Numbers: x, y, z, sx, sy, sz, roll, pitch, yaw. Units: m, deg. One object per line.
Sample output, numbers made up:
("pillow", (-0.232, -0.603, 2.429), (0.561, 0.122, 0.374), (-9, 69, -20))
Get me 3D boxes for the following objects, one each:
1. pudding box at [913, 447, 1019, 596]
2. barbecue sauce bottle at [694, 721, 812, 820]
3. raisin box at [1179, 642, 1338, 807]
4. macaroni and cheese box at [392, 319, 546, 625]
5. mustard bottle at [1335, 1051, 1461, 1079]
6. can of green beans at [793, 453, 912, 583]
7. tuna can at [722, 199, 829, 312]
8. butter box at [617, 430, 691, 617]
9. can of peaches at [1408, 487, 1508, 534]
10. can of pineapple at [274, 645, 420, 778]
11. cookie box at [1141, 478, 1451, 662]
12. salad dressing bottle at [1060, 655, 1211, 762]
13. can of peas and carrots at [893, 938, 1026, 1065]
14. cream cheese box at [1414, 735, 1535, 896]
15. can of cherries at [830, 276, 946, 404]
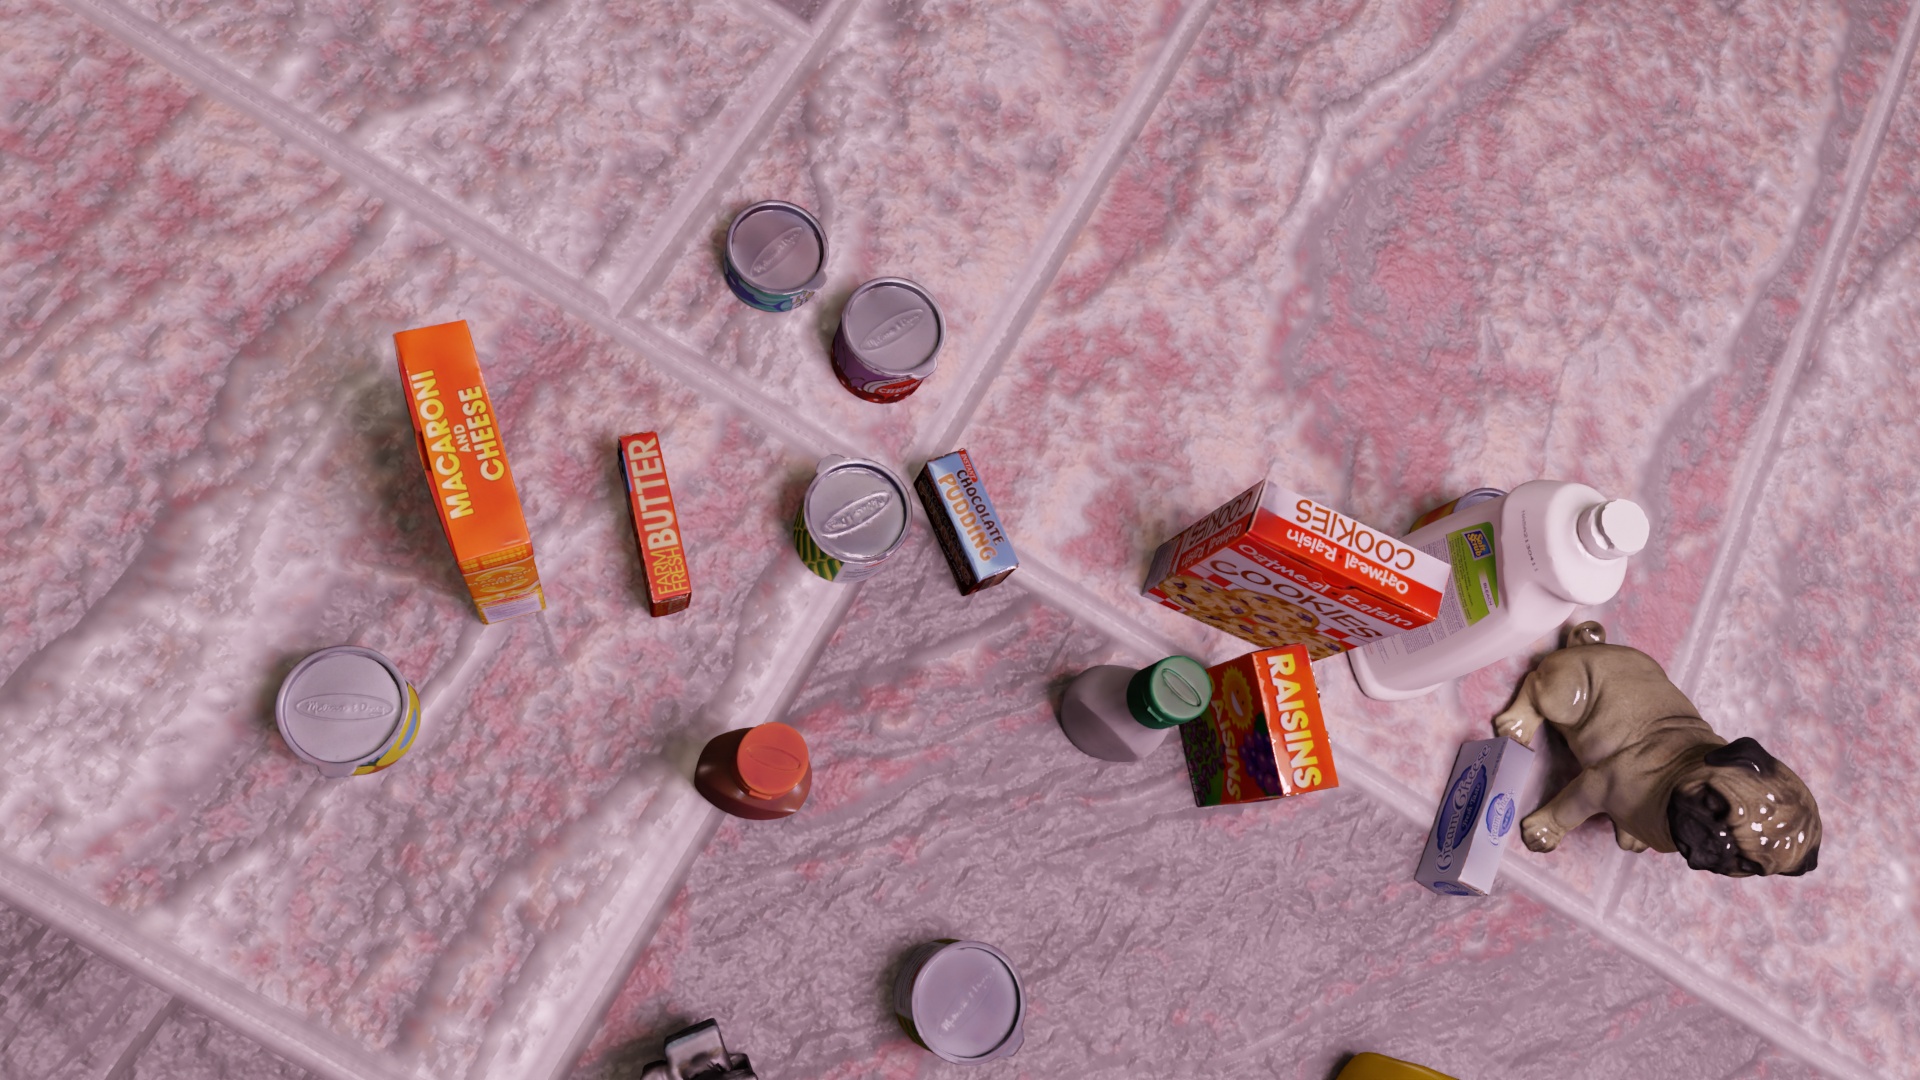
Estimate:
("pudding box", (0.003, -0.011, 0.876), (0.030, 0.049, 0.084), (-21, 82, -18))
("barbecue sauce bottle", (-0.110, 0.126, 0.759), (0.065, 0.148, 0.044), (19, 72, -8))
("raisin box", (0.177, 0.116, 0.846), (0.040, 0.123, 0.086), (-7, 78, -15))
("macaroni and cheese box", (-0.263, -0.030, 0.754), (0.040, 0.166, 0.124), (-16, 80, -17))
("mustard bottle", (0.272, 0.331, 0.793), (0.065, 0.159, 0.049), (39, 71, -2))
("can of green beans", (-0.067, -0.011, 0.854), (0.071, 0.057, 0.071), (3, 75, -13))
("tuna can", (-0.118, -0.182, 0.900), (0.071, 0.032, 0.071), (3, 75, -13))
("butter box", (-0.183, -0.009, 0.828), (0.024, 0.053, 0.103), (-11, 79, -16))
("can of peaches", (0.348, 0.005, 0.952), (0.071, 0.058, 0.071), (3, 75, -13))
("can of pineapple", (-0.334, 0.096, 0.760), (0.071, 0.057, 0.071), (3, 75, -13))
("cookie box", (0.199, 0.026, 0.852), (0.123, 0.167, 0.040), (24, 72, -7))
("salad dressing bottle", (0.103, 0.098, 0.820), (0.064, 0.147, 0.044), (44, 71, 0))
("can of peas and carrots", (0.001, 0.265, 0.797), (0.071, 0.058, 0.071), (3, 75, -13))
("cream cheese box", (0.335, 0.180, 0.905), (0.024, 0.053, 0.104), (29, 71, -5))
("can of cherries", (-0.046, -0.125, 0.889), (0.071, 0.058, 0.071), (3, 75, -13))
